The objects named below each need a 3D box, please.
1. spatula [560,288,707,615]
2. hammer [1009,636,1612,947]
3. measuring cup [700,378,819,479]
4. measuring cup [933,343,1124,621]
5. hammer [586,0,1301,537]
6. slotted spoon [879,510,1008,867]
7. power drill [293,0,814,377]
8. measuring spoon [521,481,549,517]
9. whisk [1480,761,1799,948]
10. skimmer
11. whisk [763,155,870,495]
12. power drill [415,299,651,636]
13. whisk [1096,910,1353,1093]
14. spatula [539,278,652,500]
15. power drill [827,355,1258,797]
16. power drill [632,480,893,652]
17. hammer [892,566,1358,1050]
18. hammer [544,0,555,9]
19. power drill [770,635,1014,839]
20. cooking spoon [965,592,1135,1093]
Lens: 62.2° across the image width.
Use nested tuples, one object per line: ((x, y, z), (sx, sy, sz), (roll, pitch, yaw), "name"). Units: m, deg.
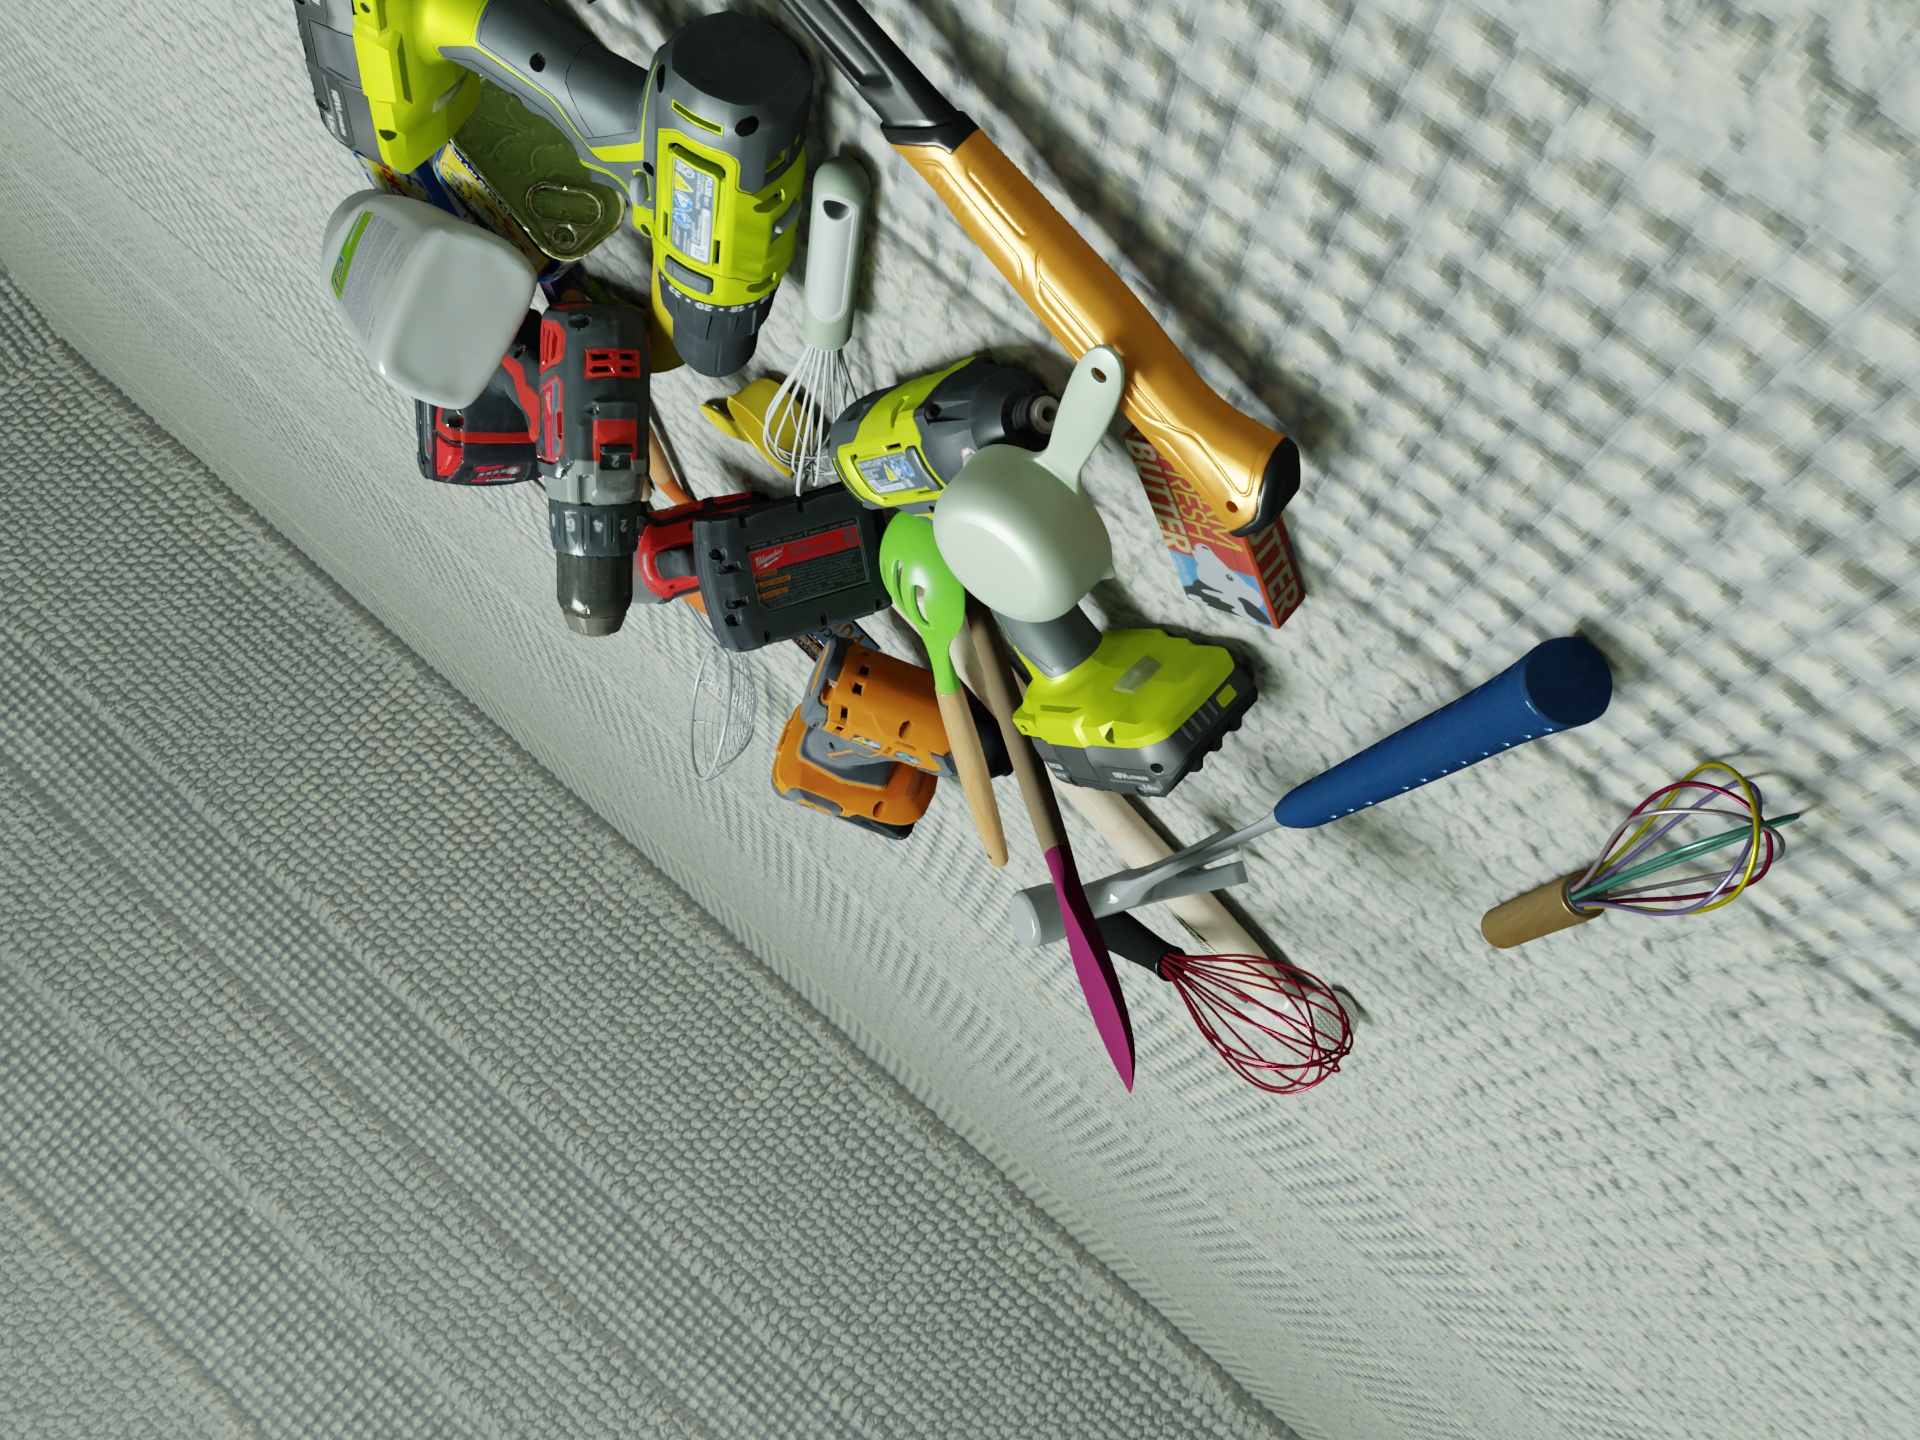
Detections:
((-0.223, -0.181, 1.122), (0.081, 0.041, 0.322), (35, 163, 25), "spatula")
((0.160, 0.044, 0.762), (0.405, 0.144, 0.035), (-41, 64, 63), "hammer")
((-0.126, -0.185, 0.964), (0.062, 0.029, 0.157), (53, 171, -28), "measuring cup")
((0.030, -0.091, 0.631), (0.083, 0.038, 0.167), (39, 158, 6), "measuring cup")
((0.001, -0.196, 0.591), (0.337, 0.034, 0.127), (46, 146, -8), "hammer")
((-0.002, -0.003, 0.973), (0.070, 0.031, 0.313), (38, 157, 36), "slotted spoon")
((-0.177, -0.263, 0.724), (0.228, 0.080, 0.190), (30, 152, 3), "power drill")
((-0.383, -0.210, 1.452), (0.124, 0.018, 0.034), (52, 161, -7), "measuring spoon")
((0.273, 0.066, 0.670), (0.047, 0.051, 0.245), (61, 170, 13), "whisk")
((-0.262, -0.097, 1.324), (0.127, 0.090, 0.362), (-110, -4, -47), "skimmer")
((-0.067, -0.188, 0.788), (0.058, 0.059, 0.246), (15, 156, -2), "whisk")
((-0.254, -0.162, 0.962), (0.227, 0.080, 0.187), (25, 117, 49), "power drill")
((0.142, 0.157, 0.987), (0.073, 0.073, 0.296), (51, 168, -25), "whisk")
((-0.256, -0.242, 1.091), (0.315, 0.018, 0.060), (81, 165, -64), "spatula")
((0.042, -0.071, 0.776), (0.223, 0.080, 0.171), (53, 159, -21), "power drill")
((-0.147, -0.100, 0.983), (0.220, 0.143, 0.078), (14, 119, 57), "power drill")
((0.090, 0.059, 1.029), (0.410, 0.038, 0.146), (48, 163, -15), "hammer")
((-0.220, -0.349, 0.765), (0.331, 0.031, 0.130), (48, 161, -15), "hammer")
((-0.044, 0.021, 1.128), (0.164, 0.084, 0.226), (21, 161, -9), "power drill")
((0.045, 0.049, 0.849), (0.068, 0.017, 0.319), (83, 171, -53), "cooking spoon")
